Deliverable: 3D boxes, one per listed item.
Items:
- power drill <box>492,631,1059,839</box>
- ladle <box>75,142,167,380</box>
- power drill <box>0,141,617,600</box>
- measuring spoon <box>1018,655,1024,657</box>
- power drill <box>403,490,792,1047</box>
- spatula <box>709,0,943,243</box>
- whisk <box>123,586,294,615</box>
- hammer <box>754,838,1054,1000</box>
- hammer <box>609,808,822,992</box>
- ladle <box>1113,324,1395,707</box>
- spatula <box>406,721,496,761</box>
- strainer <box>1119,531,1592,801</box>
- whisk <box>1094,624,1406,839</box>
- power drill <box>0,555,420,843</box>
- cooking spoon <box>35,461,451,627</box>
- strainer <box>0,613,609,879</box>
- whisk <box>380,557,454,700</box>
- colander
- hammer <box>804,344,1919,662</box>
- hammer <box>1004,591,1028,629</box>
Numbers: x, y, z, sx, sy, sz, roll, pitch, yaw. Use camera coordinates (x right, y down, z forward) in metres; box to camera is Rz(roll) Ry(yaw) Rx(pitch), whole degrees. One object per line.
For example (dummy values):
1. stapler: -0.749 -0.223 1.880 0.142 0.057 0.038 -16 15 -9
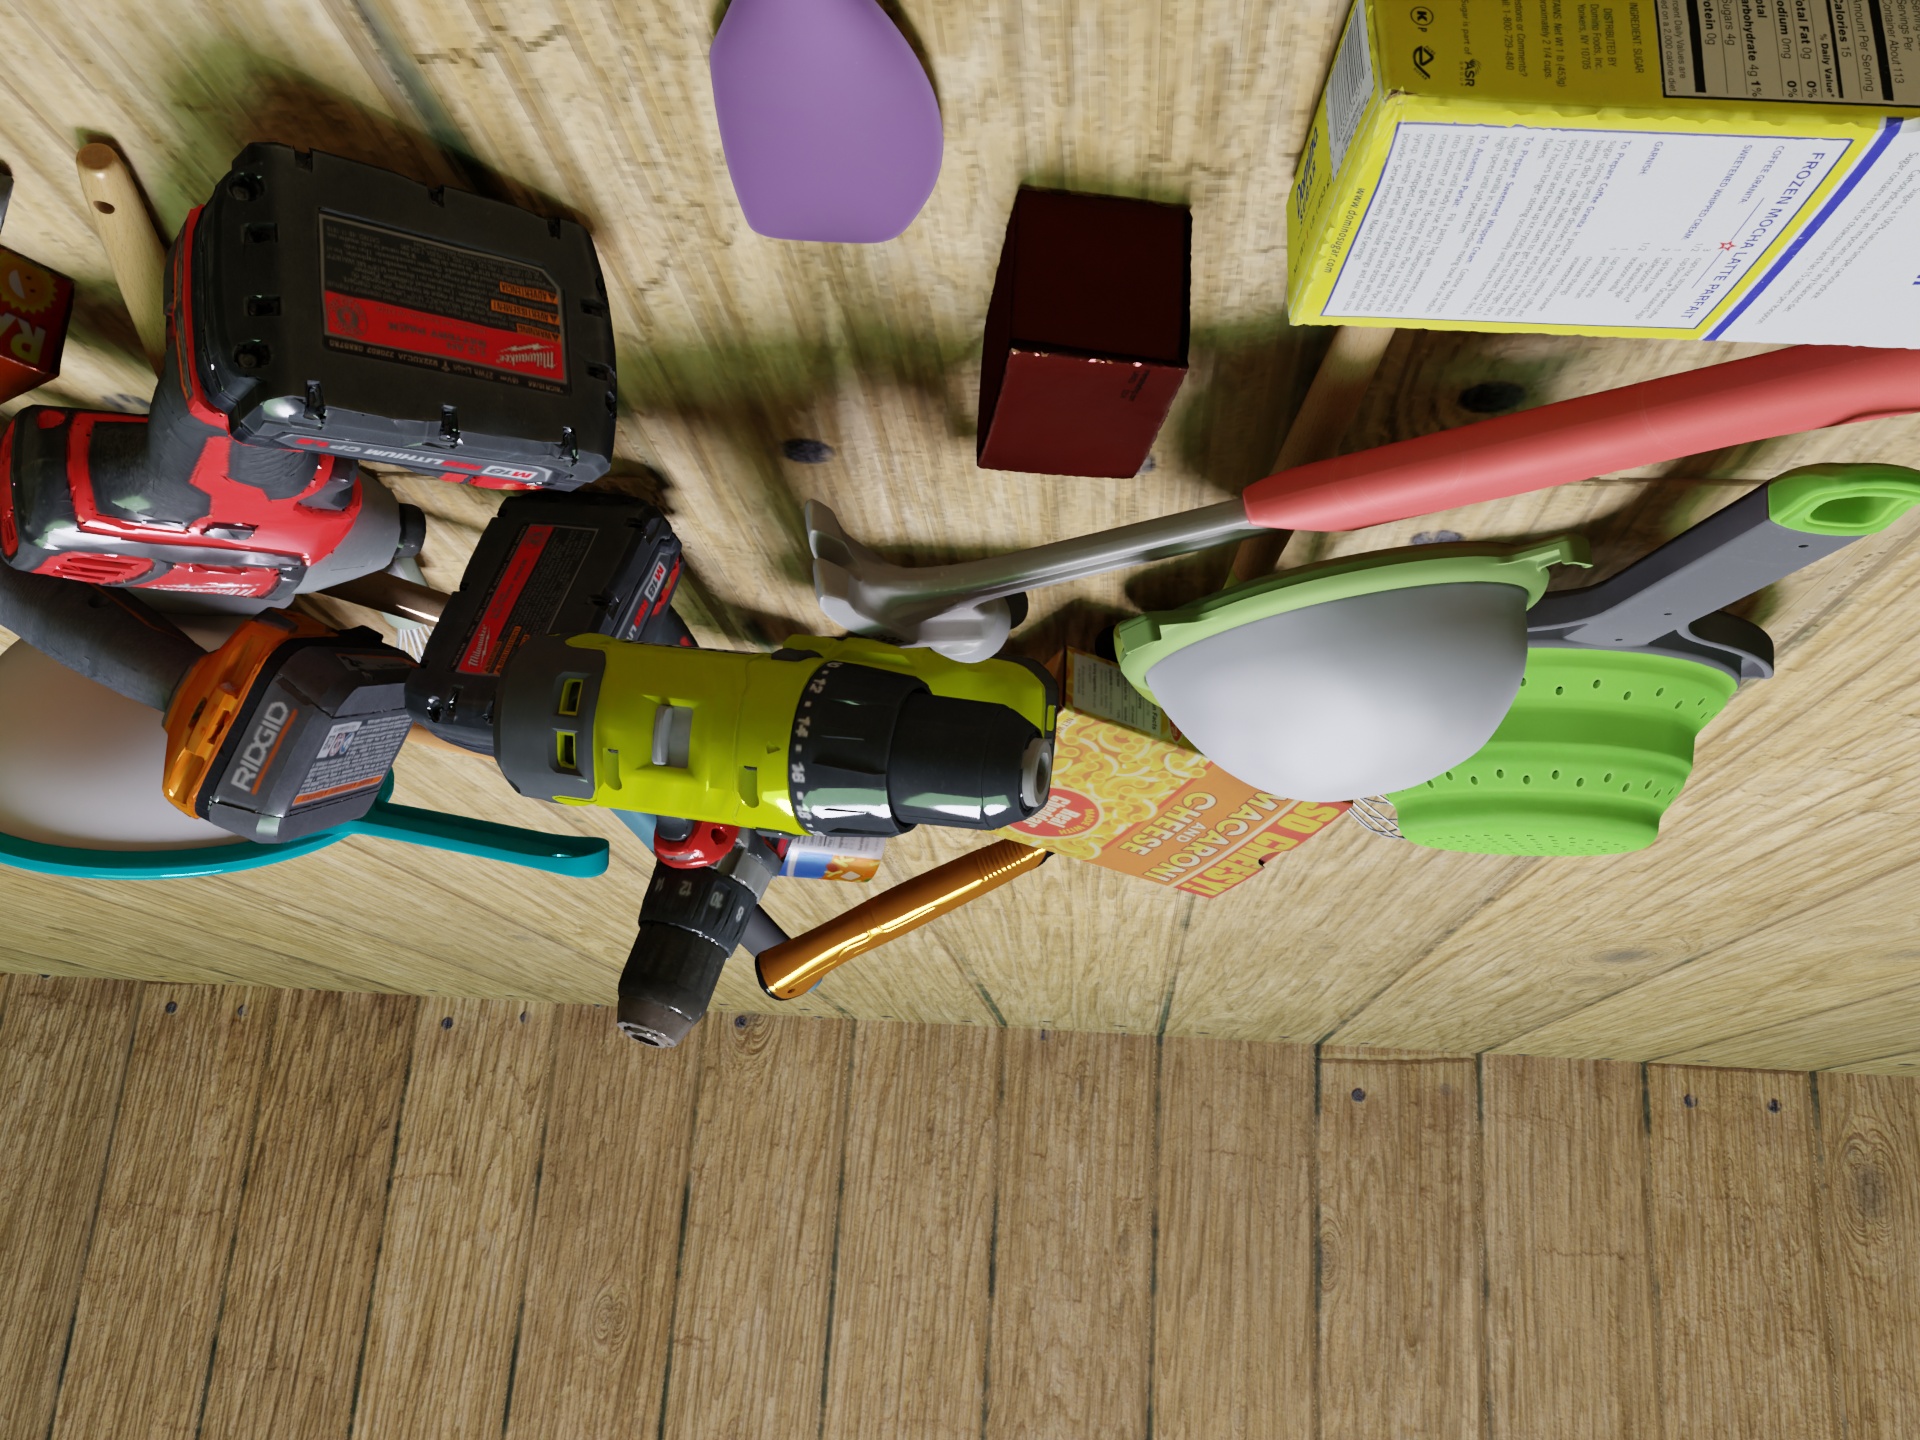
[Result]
1. power drill: -0.039 0.006 0.615 0.190 0.080 0.228 6 -178 18
2. ladle: -0.282 -0.113 0.595 0.069 0.031 0.315 9 161 -12
3. power drill: -0.210 -0.091 0.517 0.143 0.078 0.220 3 166 -43
4. measuring spoon: -0.001 -0.003 0.785 0.034 0.018 0.124 -1 -157 38
5. power drill: -0.143 0.027 0.707 0.080 0.188 0.226 7 153 25
6. spatula: -0.035 -0.184 0.317 0.060 0.018 0.315 3 164 1
7. whisk: -0.440 -0.069 0.748 0.239 0.055 0.055 3 164 -14
8. hammer: 0.022 0.082 0.932 0.337 0.034 0.127 -27 154 13
9. hammer: -0.180 0.083 1.003 0.128 0.033 0.330 4 146 32
10. ladle: 0.116 -0.081 0.606 0.078 0.062 0.320 1 157 -3
11. spatula: -0.301 0.014 0.903 0.323 0.041 0.081 9 134 28
12. strainer: 0.141 0.003 0.612 0.151 0.069 0.256 -11 167 4
13. whisk: 0.177 0.006 0.837 0.284 0.070 0.070 22 156 -34
14. power drill: -0.342 -0.039 0.653 0.226 0.084 0.164 28 -178 -2
15. cooking spoon: -0.322 -0.081 0.618 0.318 0.017 0.069 19 -174 -36
16. strainer: -0.331 0.004 0.781 0.340 0.095 0.211 10 -161 10
17. whisk: -0.263 -0.050 0.763 0.058 0.059 0.246 -5 159 -7
18. colander: 0.259 -0.003 0.643 0.204 0.094 0.397 4 170 -1
19. hammer: 0.137 -0.076 0.484 0.359 0.037 0.149 -12 171 15
20. hammer: -0.080 -0.007 0.884 0.149 0.036 0.409 11 161 -27
